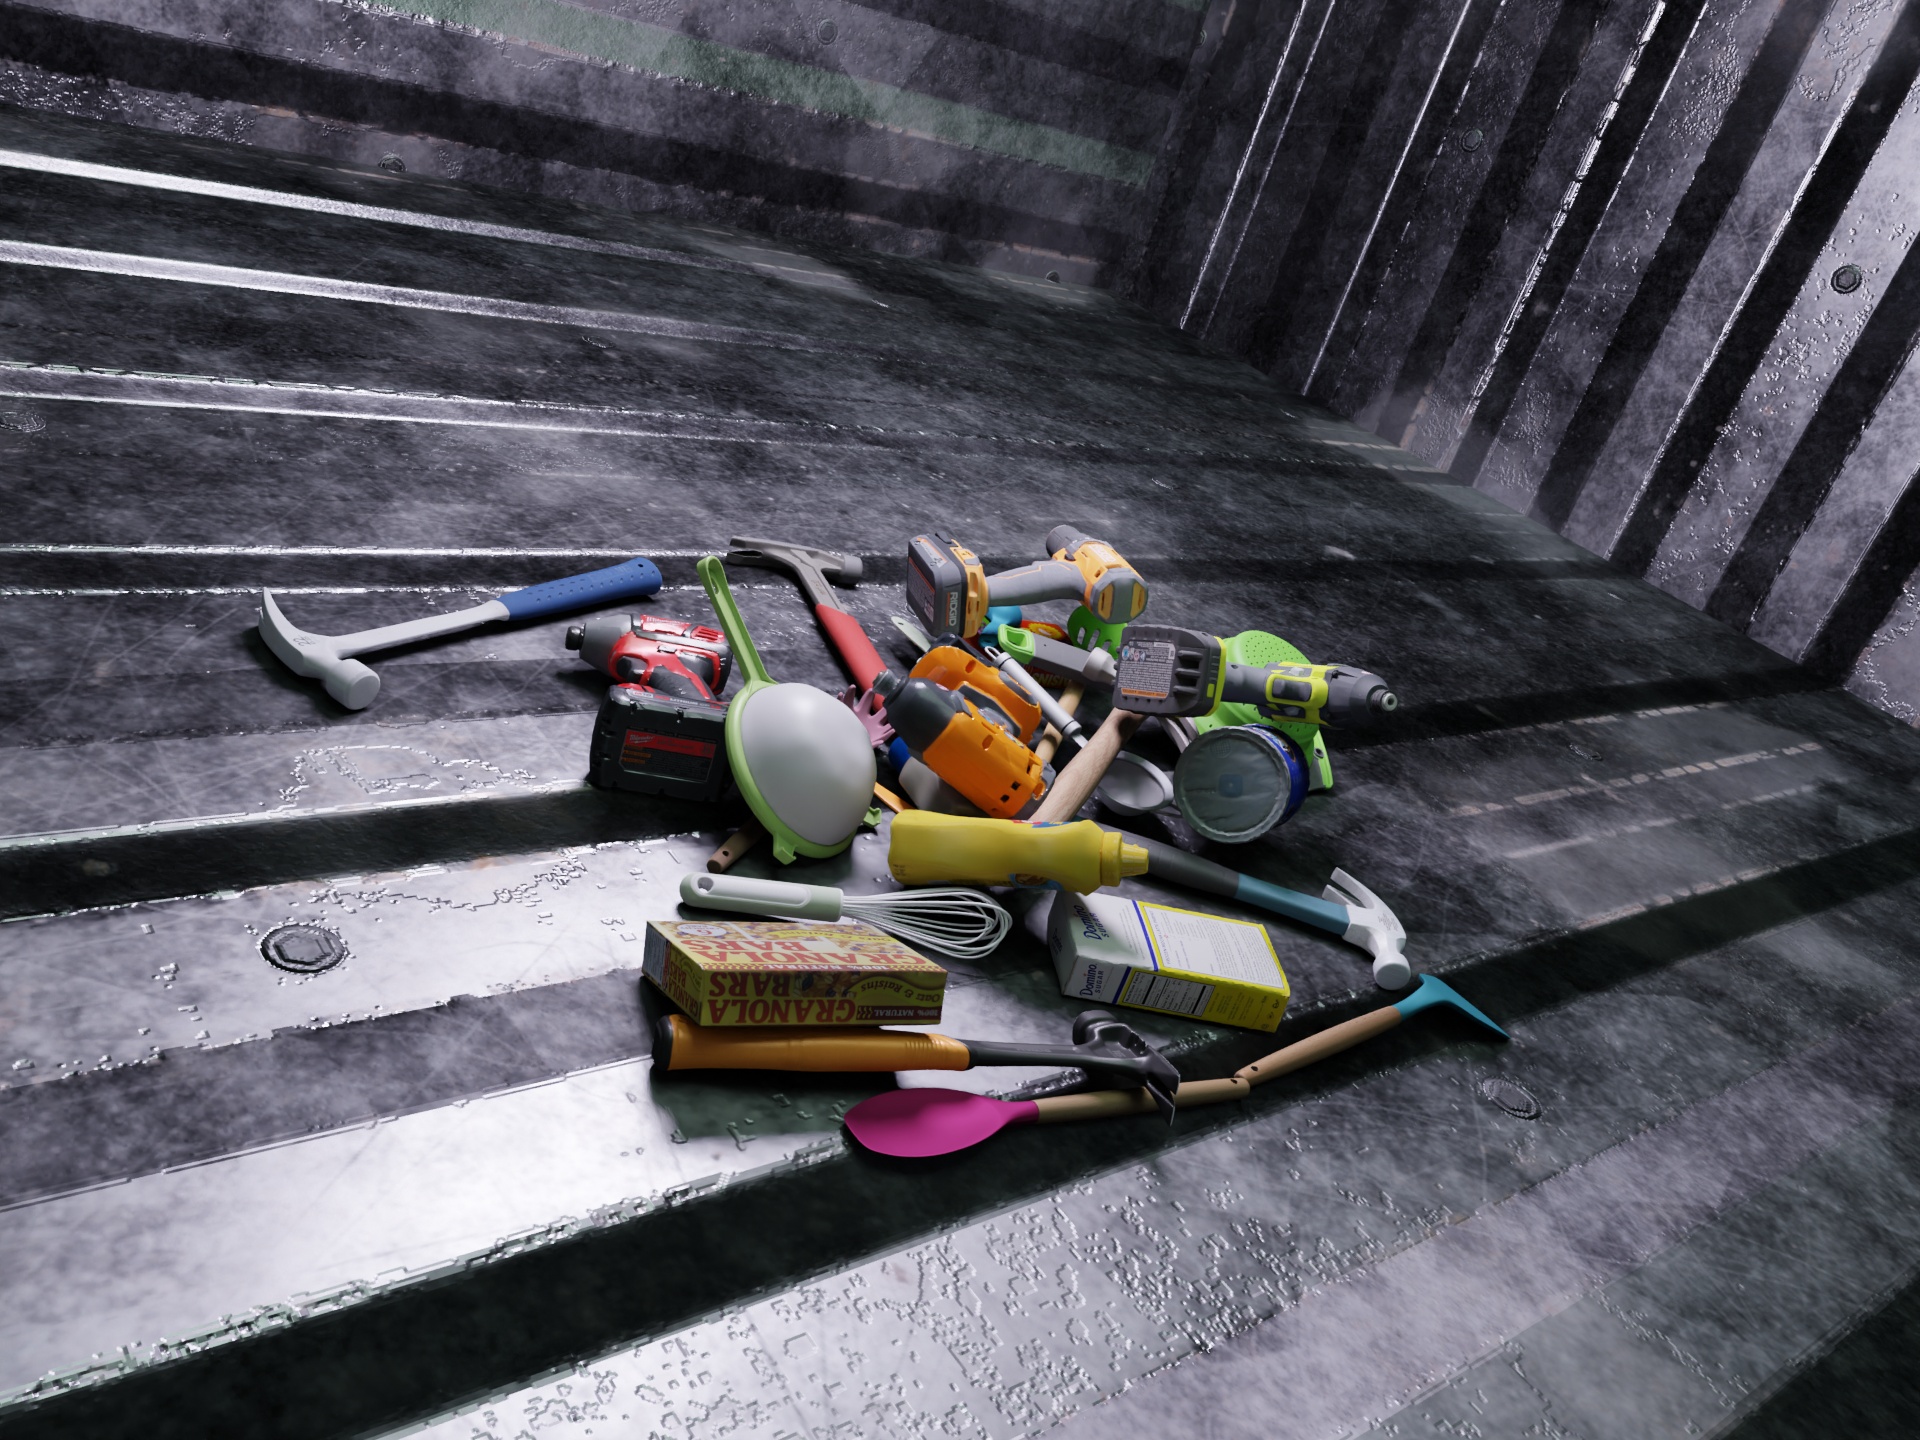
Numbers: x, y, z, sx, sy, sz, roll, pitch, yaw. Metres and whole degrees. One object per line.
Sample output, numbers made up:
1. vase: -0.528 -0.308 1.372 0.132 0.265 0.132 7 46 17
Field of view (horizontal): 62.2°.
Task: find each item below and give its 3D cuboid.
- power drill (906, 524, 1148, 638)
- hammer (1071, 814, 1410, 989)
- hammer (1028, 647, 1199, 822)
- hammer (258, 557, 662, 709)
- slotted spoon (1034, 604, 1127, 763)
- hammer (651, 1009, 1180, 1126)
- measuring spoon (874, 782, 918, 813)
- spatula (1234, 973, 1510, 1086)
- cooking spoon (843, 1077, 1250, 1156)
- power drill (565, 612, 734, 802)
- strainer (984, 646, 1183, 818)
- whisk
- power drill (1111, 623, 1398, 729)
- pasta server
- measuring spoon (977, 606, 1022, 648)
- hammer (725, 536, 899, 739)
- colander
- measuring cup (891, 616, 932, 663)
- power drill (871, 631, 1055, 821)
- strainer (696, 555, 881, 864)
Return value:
1. power drill: 0.060 -0.154 1.650 0.226 0.084 0.186 -5 28 -16
2. hammer: 0.225 0.139 1.379 0.331 0.033 0.128 19 26 -2
3. hammer: 0.115 0.042 1.395 0.130 0.031 0.331 30 37 10
4. hammer: -0.417 -0.098 1.392 0.144 0.035 0.405 30 27 21
5. slotted spoon: 0.111 -0.029 1.585 0.070 0.031 0.314 29 37 0
6. hammer: -0.027 0.215 1.018 0.336 0.034 0.127 6 9 -21
7. measuring spoon: -0.048 0.071 1.345 0.117 0.011 0.021 34 29 27
8. spatula: 0.321 0.247 1.245 0.317 0.044 0.082 -9 38 -38
9. cooking spoon: 0.069 0.256 1.048 0.318 0.017 0.069 2 20 -32
10. power drill: -0.255 -0.024 1.318 0.143 0.078 0.220 10 24 -19
11. strainer: 0.109 0.016 1.485 0.087 0.050 0.259 -19 58 -46
12. whisk: -0.081 0.135 1.156 0.246 0.059 0.058 8 55 -14
13. power drill: 0.265 -0.032 1.426 0.223 0.080 0.171 7 1 -25
14. pasta server: -0.128 0.047 1.305 0.060 0.040 0.316 34 28 5
15. measuring spoon: 0.039 -0.103 1.647 0.042 0.021 0.129 21 24 4
16. hammer: -0.123 -0.089 1.583 0.149 0.036 0.359 6 28 -26
17. colander: 0.229 -0.047 1.593 0.396 0.094 0.205 18 41 -21
18. measuring cup: -0.032 -0.052 1.574 0.083 0.038 0.168 2 29 -33
19. power drill: -0.002 -0.004 1.337 0.164 0.084 0.226 38 11 -9
20. strainer: -0.130 -0.021 1.241 0.151 0.069 0.256 -17 82 -62
